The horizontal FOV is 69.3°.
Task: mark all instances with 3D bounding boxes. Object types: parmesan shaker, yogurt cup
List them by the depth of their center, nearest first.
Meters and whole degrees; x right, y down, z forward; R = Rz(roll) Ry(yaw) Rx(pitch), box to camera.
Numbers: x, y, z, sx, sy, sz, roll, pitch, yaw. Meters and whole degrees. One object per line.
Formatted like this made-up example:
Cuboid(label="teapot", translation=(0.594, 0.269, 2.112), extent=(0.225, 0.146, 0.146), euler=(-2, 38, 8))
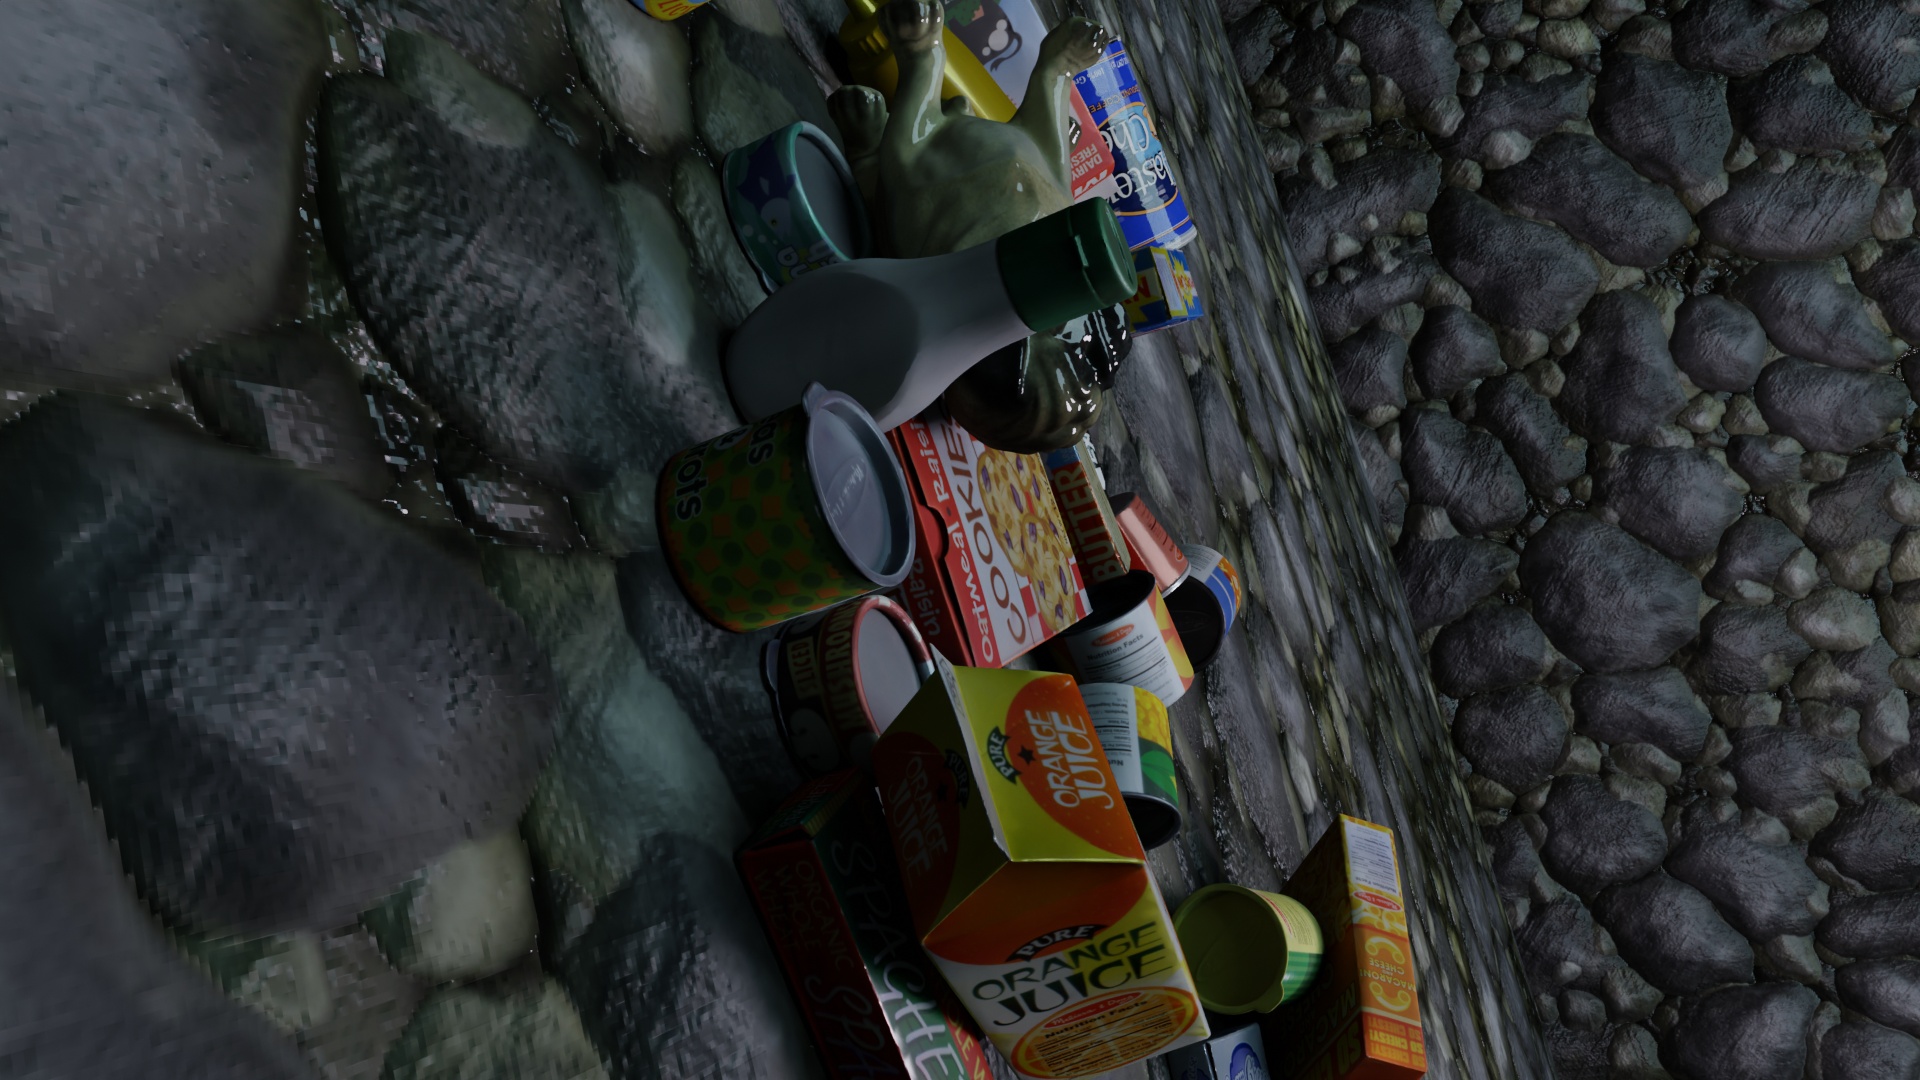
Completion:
Cuboid(label="parmesan shaker", translation=(0.163, 0.231, 0.774), extent=(0.103, 0.071, 0.071), euler=(33, 44, -59))
Cuboid(label="yogurt cup", translation=(0.088, 0.009, 0.781), extent=(0.054, 0.072, 0.073), euler=(59, 23, -10))

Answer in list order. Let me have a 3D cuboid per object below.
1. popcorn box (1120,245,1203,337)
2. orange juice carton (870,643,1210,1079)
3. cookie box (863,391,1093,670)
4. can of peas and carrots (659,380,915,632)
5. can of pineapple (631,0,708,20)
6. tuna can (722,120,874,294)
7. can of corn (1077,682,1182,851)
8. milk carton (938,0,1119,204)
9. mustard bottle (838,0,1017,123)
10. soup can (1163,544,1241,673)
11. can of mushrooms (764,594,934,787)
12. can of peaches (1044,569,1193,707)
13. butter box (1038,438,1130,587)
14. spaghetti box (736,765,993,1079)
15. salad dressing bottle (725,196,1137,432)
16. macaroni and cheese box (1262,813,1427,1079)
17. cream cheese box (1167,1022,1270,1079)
Cuboid(label="popcorn box", translation=(0.050, -0.112, 0.700), extent=(0.085, 0.126, 0.038), euler=(-25, 101, -68))
Cuboid(label="orange juice carton", translation=(0.026, 0.113, 0.463), extent=(0.191, 0.073, 0.072), euler=(66, 4, -48))
Cuboid(label="cookie box", translation=(0.002, -0.008, 0.617), extent=(0.168, 0.040, 0.123), euler=(-17, 88, -68))
Cuboid(label="can of peas and carrots", translation=(-0.057, -0.010, 0.453), extent=(0.070, 0.058, 0.071), euler=(50, 30, -42))
Cuboid(label="can of pineapple", translation=(-0.103, -0.239, 0.528), extent=(0.071, 0.058, 0.071), euler=(49, 31, -44))
Cuboid(label="tuna can", translation=(-0.065, -0.133, 0.568), extent=(0.071, 0.033, 0.071), euler=(50, 29, -42))
Cuboid(label="can of corn", translation=(0.067, 0.108, 0.646), extent=(0.071, 0.071, 0.058), euler=(49, 31, -45))
Cuboid(label="milk carton", translation=(0.026, -0.255, 0.809), extent=(0.190, 0.072, 0.074), euler=(50, 10, -42))
Cuboid(label="mustard bottle", translation=(-0.020, -0.234, 0.723), extent=(0.160, 0.065, 0.049), euler=(44, 42, -39))
Cuboid(label="soup can", translation=(0.138, 0.045, 0.871), extent=(0.071, 0.071, 0.084), euler=(70, 21, -5))
Cuboid(label="can of mushrooms", translation=(-0.036, 0.053, 0.487), extent=(0.071, 0.033, 0.071), euler=(49, 31, -45))
Cuboid(label="can of peaches", translation=(0.080, 0.055, 0.722), extent=(0.058, 0.071, 0.071), euler=(65, 22, -16))
Cuboid(label="butter box", translation=(0.046, -0.022, 0.719), extent=(0.103, 0.053, 0.024), euler=(67, 19, -14))
Cuboid(label="spaghetti box", translation=(-0.005, 0.195, 0.451), extent=(0.249, 0.028, 0.050), euler=(68, 22, -8))
Cuboid(label="salad dressing bottle", translation=(-0.011, -0.078, 0.496), extent=(0.044, 0.147, 0.064), euler=(-19, 91, -69))
Cuboid(label="macaroni and cheese box", translation=(0.224, 0.268, 0.832), extent=(0.167, 0.040, 0.123), euler=(-79, -172, -51))
Cuboid(label="cream cheese box", translation=(0.141, 0.288, 0.733), extent=(0.104, 0.024, 0.053), euler=(26, 49, -61))
